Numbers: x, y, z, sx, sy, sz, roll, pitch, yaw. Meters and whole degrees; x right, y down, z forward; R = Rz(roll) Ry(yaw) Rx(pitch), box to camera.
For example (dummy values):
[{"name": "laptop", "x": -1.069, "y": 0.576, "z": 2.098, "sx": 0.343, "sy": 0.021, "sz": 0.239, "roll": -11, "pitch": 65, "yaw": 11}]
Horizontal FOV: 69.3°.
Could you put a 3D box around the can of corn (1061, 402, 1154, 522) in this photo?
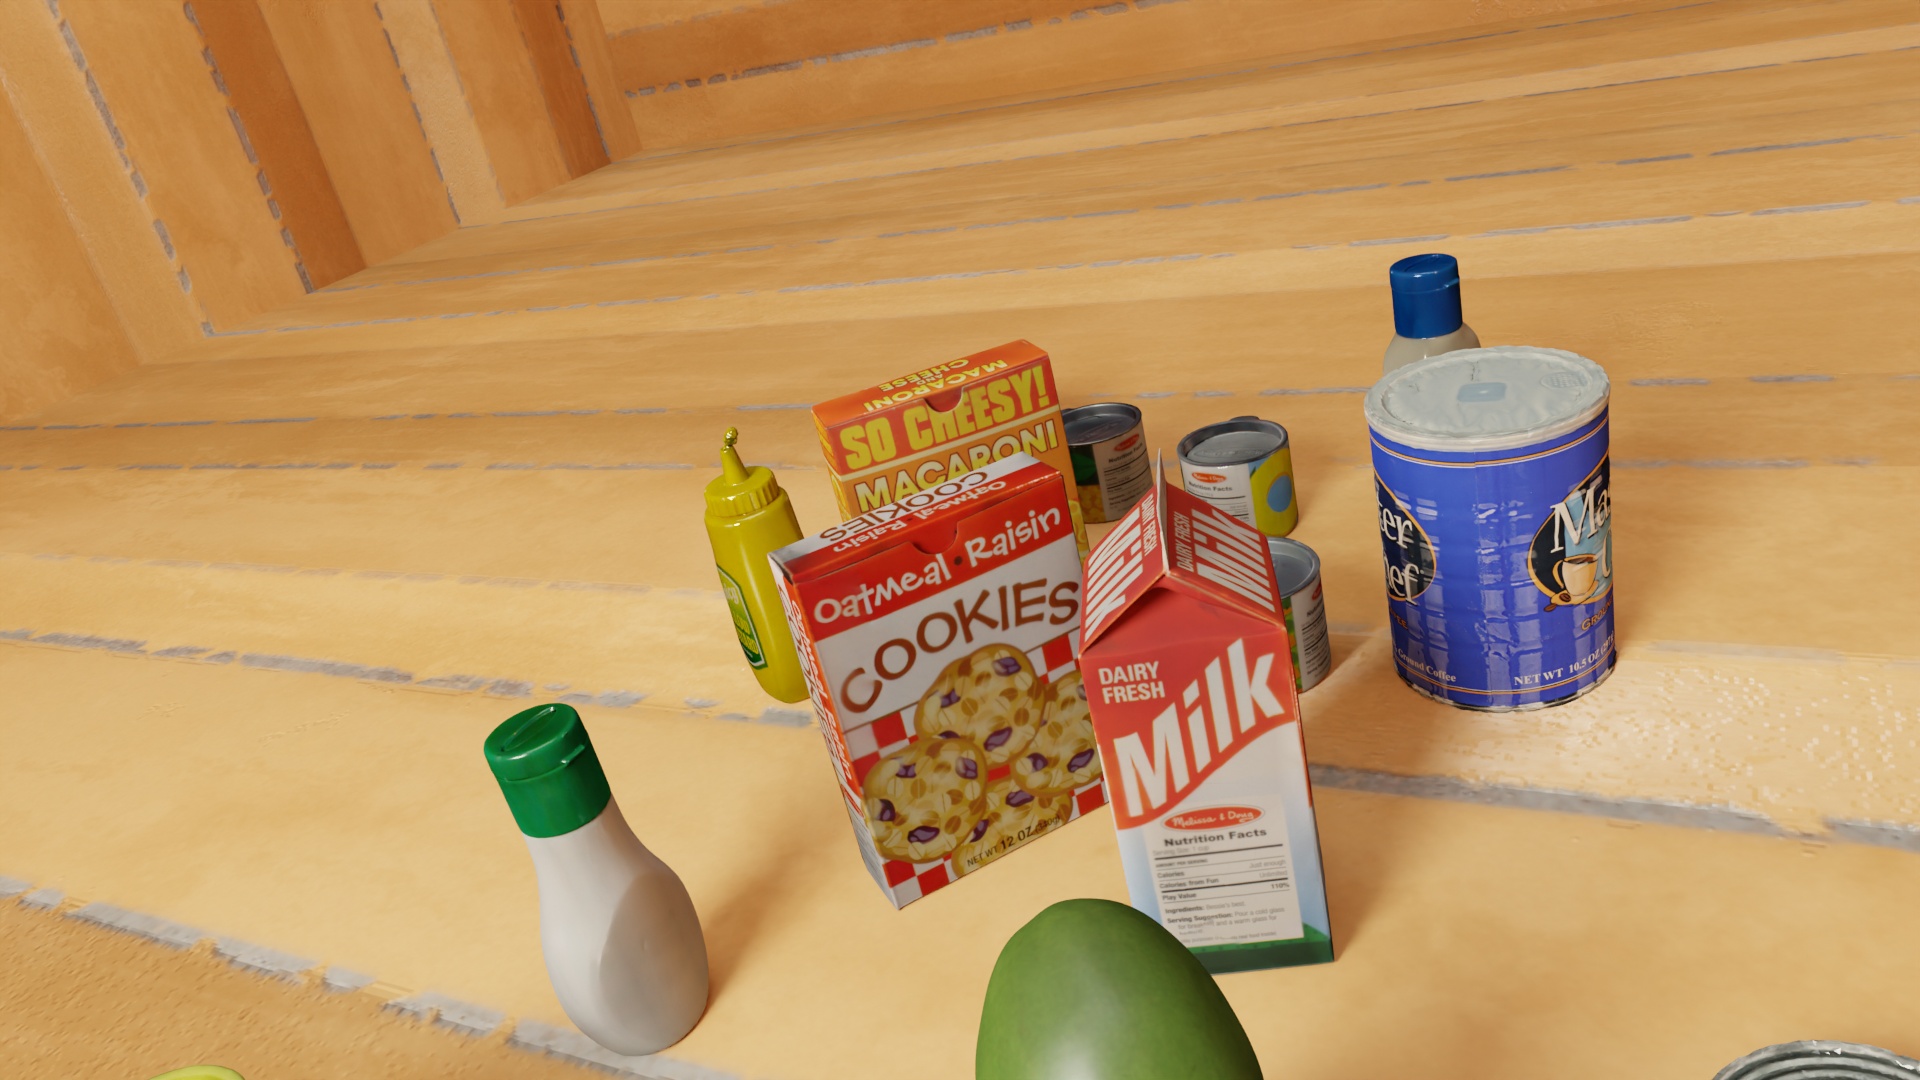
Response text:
[{"name": "can of corn", "x": 0.090, "y": -0.052, "z": 0.913, "sx": 0.071, "sy": 0.058, "sz": 0.071, "roll": -11, "pitch": 25, "yaw": 6}]

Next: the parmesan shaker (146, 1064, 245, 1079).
[{"name": "parmesan shaker", "x": -0.238, "y": 0.230, "z": 0.446, "sx": 0.071, "sy": 0.102, "sz": 0.071, "roll": -11, "pitch": 25, "yaw": 6}]

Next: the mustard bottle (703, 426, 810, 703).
[{"name": "mustard bottle", "x": -0.109, "y": 0.011, "z": 0.766, "sx": 0.049, "sy": 0.159, "sz": 0.065, "roll": -25, "pitch": 27, "yaw": -22}]

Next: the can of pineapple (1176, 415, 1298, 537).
[{"name": "can of pineapple", "x": 0.169, "y": -0.035, "z": 0.839, "sx": 0.071, "sy": 0.057, "sz": 0.071, "roll": -11, "pitch": 25, "yaw": 6}]

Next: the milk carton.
[{"name": "milk carton", "x": 0.089, "y": 0.065, "z": 0.518, "sx": 0.073, "sy": 0.189, "sz": 0.073, "roll": -9, "pitch": 25, "yaw": 11}]

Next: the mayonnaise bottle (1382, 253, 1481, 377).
[{"name": "mayonnaise bottle", "x": 0.269, "y": -0.087, "z": 0.790, "sx": 0.065, "sy": 0.147, "sz": 0.041, "roll": -27, "pitch": 28, "yaw": -26}]

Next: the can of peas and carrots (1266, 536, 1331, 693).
[{"name": "can of peas and carrots", "x": 0.147, "y": 0.039, "z": 0.696, "sx": 0.071, "sy": 0.058, "sz": 0.071, "roll": -11, "pitch": 25, "yaw": 6}]

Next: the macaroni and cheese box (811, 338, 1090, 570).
[{"name": "macaroni and cheese box", "x": 0.003, "y": -0.009, "z": 0.743, "sx": 0.124, "sy": 0.165, "sz": 0.040, "roll": -20, "pitch": 25, "yaw": -12}]

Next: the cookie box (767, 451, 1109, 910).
[{"name": "cookie box", "x": 0.000, "y": 0.060, "z": 0.600, "sx": 0.123, "sy": 0.166, "sz": 0.040, "roll": -23, "pitch": 26, "yaw": -18}]

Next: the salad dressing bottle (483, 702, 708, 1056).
[{"name": "salad dressing bottle", "x": -0.143, "y": 0.134, "z": 0.545, "sx": 0.044, "sy": 0.147, "sz": 0.064, "roll": 2, "pitch": 29, "yaw": 31}]
